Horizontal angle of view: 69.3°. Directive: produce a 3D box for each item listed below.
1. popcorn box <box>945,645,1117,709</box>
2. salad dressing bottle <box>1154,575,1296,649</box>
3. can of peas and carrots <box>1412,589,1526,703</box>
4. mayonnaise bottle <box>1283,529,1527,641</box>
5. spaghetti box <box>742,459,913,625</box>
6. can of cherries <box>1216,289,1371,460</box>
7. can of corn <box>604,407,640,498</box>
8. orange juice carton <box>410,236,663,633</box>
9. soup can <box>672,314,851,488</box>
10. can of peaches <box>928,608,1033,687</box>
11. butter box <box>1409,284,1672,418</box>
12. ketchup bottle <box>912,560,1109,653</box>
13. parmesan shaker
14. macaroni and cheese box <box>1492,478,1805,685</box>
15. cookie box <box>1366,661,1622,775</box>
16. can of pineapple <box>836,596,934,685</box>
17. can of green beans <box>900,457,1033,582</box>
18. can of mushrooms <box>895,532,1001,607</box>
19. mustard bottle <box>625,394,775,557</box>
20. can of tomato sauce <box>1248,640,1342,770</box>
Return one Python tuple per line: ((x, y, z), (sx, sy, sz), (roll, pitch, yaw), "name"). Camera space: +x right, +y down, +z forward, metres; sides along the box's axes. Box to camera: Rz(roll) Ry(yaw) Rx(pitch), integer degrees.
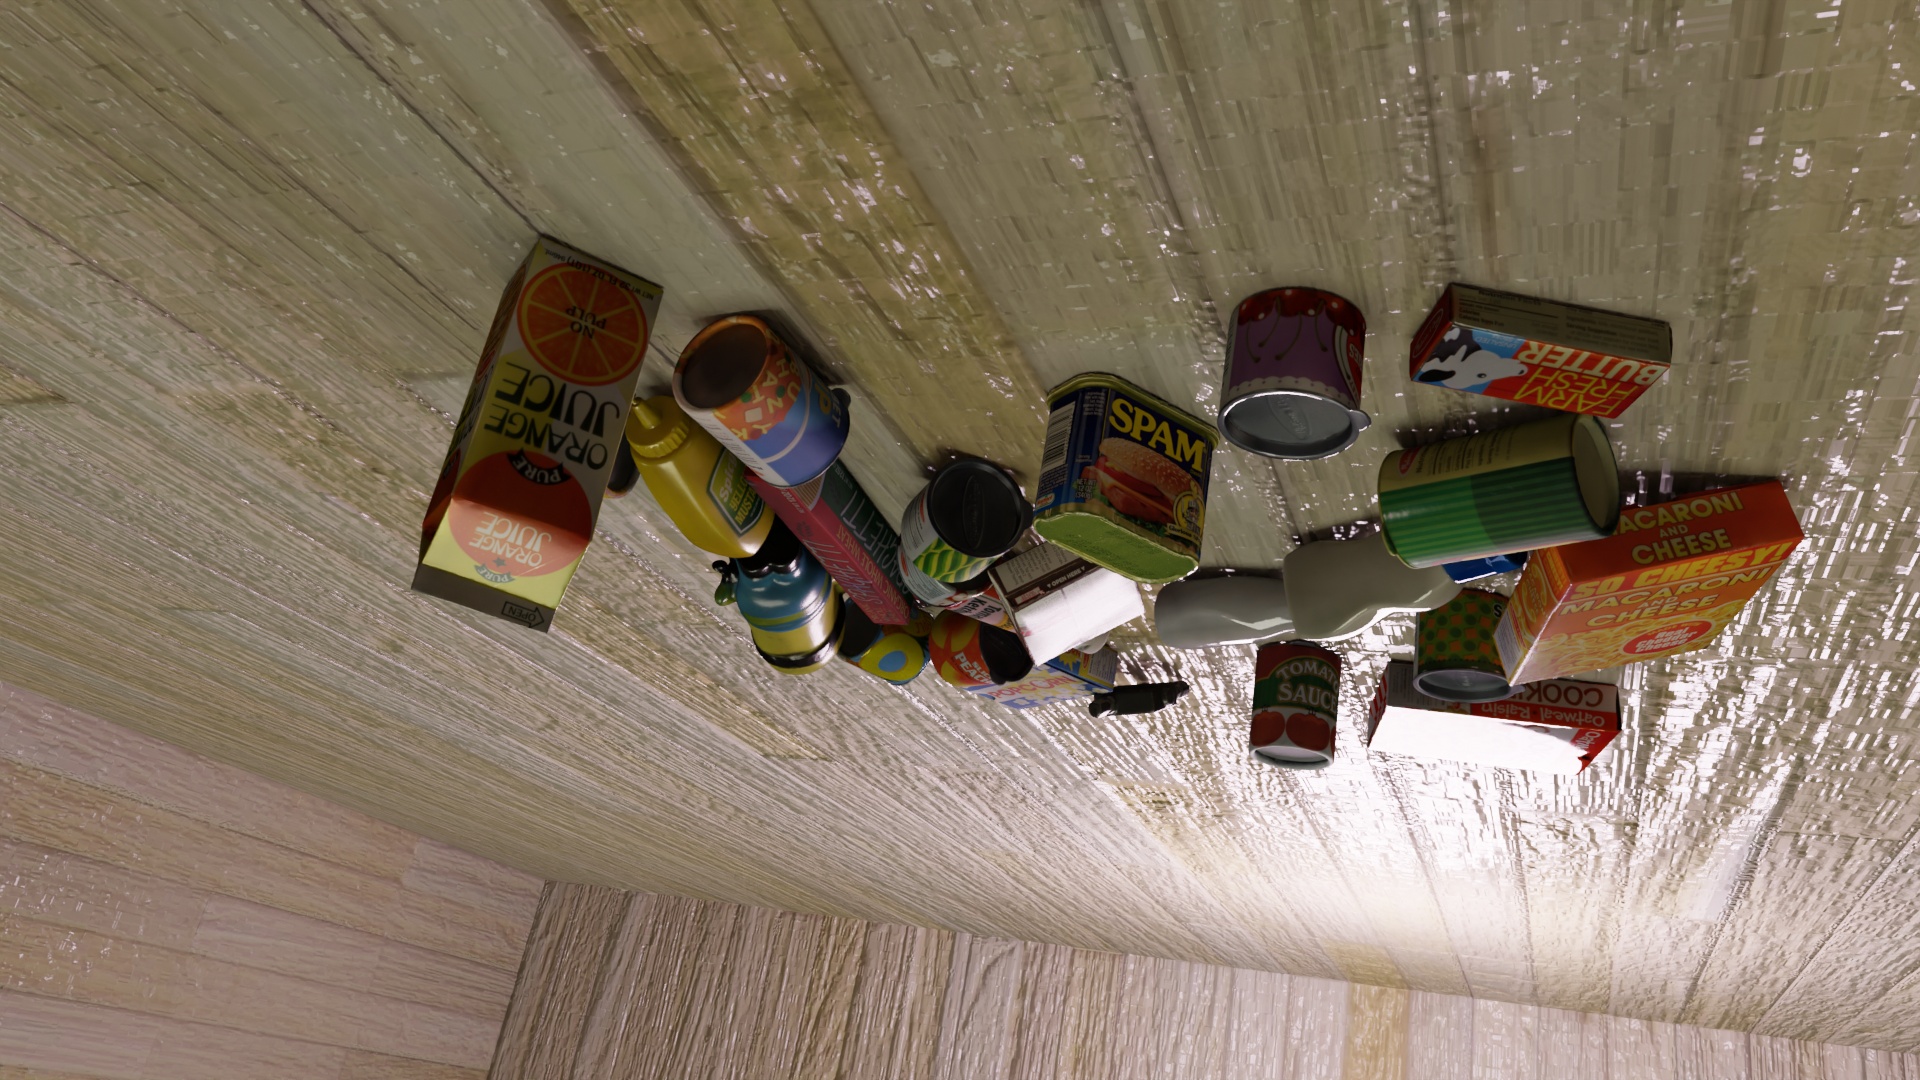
((0.059, 0.106, 1.170), (0.085, 0.038, 0.126), (24, 154, -31), "popcorn box")
((0.208, 0.047, 0.959), (0.147, 0.044, 0.064), (-8, 149, 36), "salad dressing bottle")
((0.343, 0.071, 0.936), (0.071, 0.059, 0.070), (8, 157, 4), "can of peas and carrots")
((0.267, 0.018, 0.844), (0.041, 0.065, 0.147), (6, 161, -40), "mayonnaise bottle")
((-0.081, -0.008, 0.950), (0.028, 0.050, 0.249), (3, 156, 19), "spaghetti box")
((0.162, -0.079, 0.666), (0.071, 0.058, 0.071), (9, 156, 4), "can of cherries")
((-0.242, -0.061, 0.876), (0.058, 0.071, 0.071), (3, 156, 16), "can of corn")
((-0.223, -0.051, 0.727), (0.072, 0.193, 0.073), (22, 155, -26), "orange juice carton")
((-0.109, -0.080, 0.780), (0.071, 0.071, 0.083), (-2, 153, 27), "soup can")
((0.017, 0.083, 1.093), (0.058, 0.071, 0.071), (-11, 149, 43), "can of peaches")
((0.267, -0.086, 0.644), (0.103, 0.024, 0.053), (11, 156, 0), "butter box")
((0.042, 0.044, 1.027), (0.149, 0.044, 0.064), (21, 155, -25), "ketchup bottle")
((0.280, -0.023, 0.725), (0.103, 0.071, 0.071), (-12, 148, 43), "parmesan shaker")
((0.385, 0.028, 0.798), (0.124, 0.040, 0.166), (-12, 153, 5), "macaroni and cheese box")
((0.414, 0.142, 1.093), (0.167, 0.040, 0.122), (6, 157, 12), "cookie box")
((-0.060, 0.075, 1.118), (0.071, 0.071, 0.058), (-13, 147, 43), "can of pineapple")
((0.001, -0.012, 0.884), (0.071, 0.071, 0.057), (17, 157, -14), "can of green beans")
((-0.006, 0.009, 0.939), (0.071, 0.071, 0.033), (23, 153, -26), "can of mushrooms")
((-0.171, -0.048, 0.883), (0.049, 0.065, 0.159), (5, 153, 24), "mustard bottle")
((0.259, 0.128, 1.074), (0.071, 0.083, 0.071), (9, 157, 4), "can of tomato sauce")
